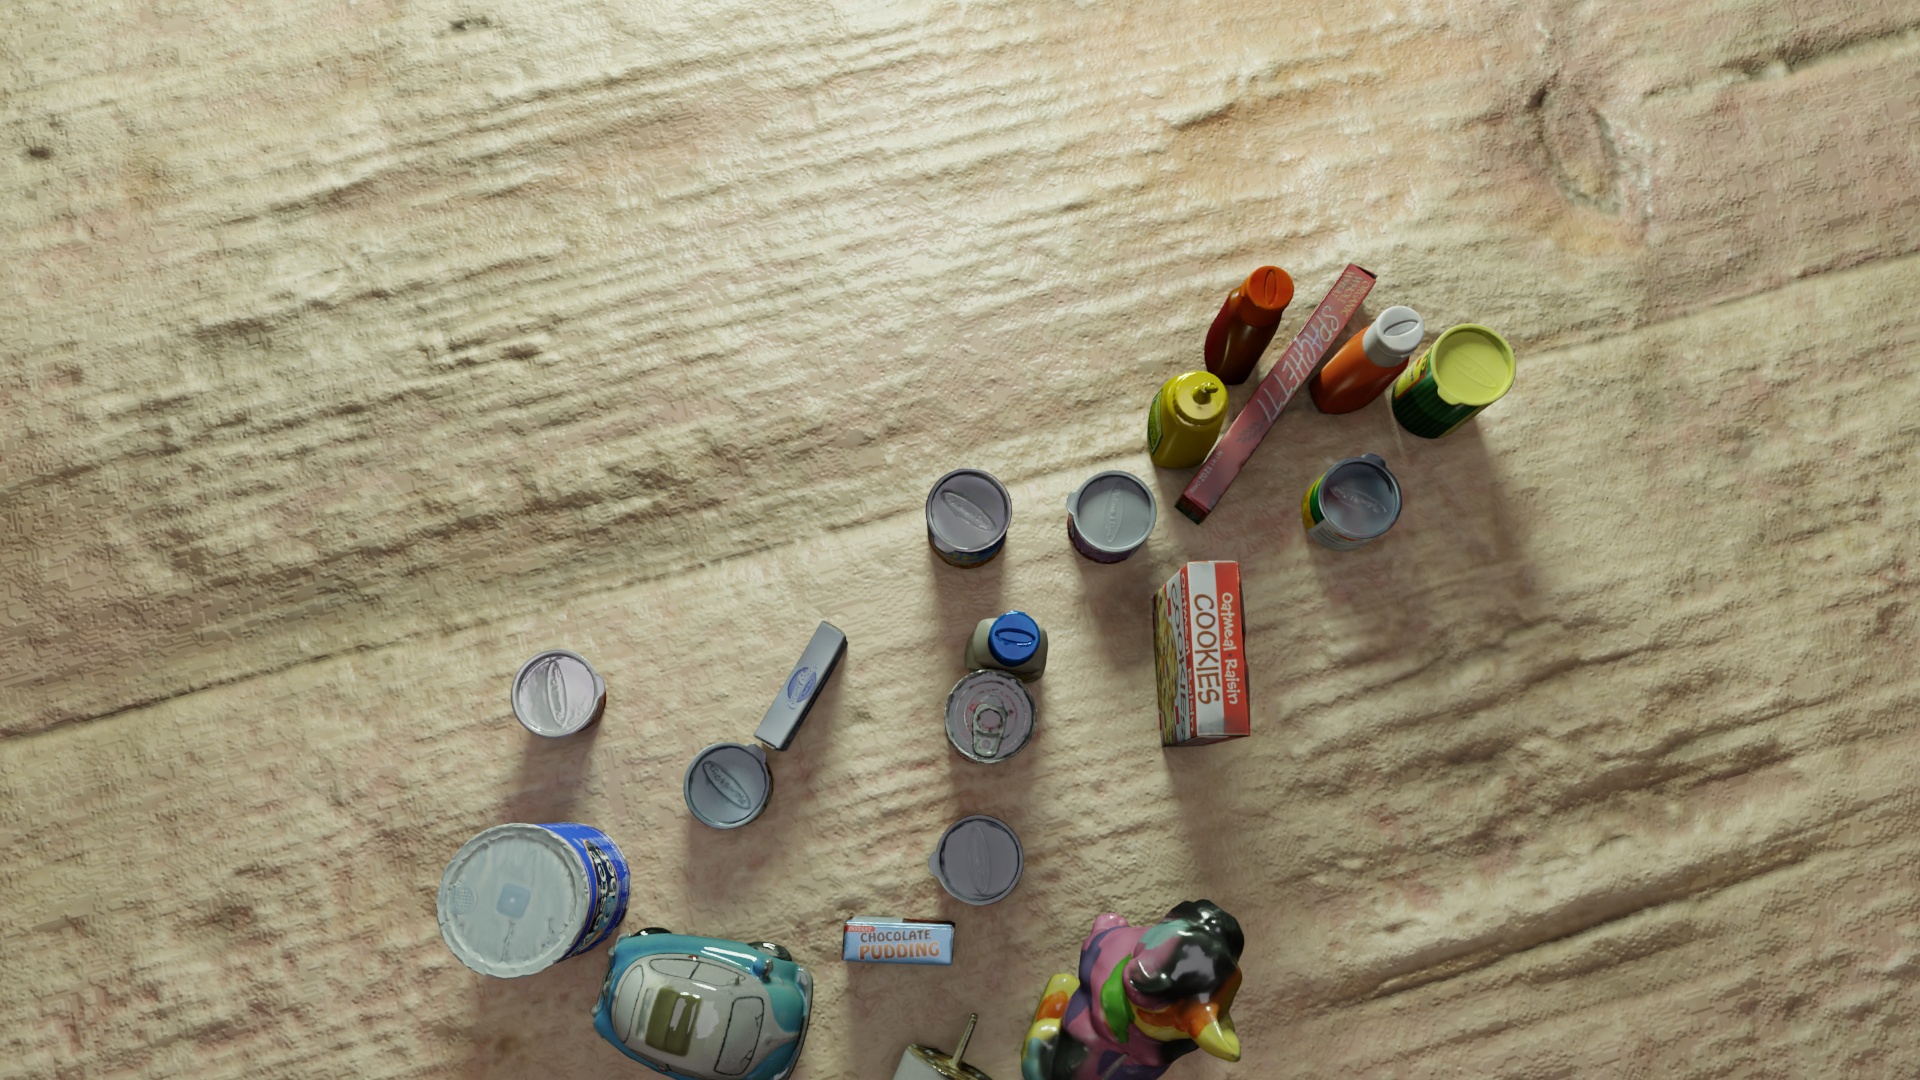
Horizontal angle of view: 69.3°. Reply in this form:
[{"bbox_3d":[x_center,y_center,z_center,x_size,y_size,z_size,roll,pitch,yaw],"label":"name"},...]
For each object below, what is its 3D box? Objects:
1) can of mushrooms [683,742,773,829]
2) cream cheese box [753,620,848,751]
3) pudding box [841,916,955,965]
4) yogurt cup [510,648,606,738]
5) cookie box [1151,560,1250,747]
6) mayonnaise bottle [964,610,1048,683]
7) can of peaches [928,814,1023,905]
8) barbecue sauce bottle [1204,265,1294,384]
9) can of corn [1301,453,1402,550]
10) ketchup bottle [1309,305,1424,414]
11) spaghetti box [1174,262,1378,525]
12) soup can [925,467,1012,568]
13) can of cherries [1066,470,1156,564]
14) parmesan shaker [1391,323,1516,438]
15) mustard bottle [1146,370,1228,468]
[{"bbox_3d":[-0.177,0.188,1.078,0.071,0.033,0.071,0,79,-1],"label":"can of mushrooms"},{"bbox_3d":[-0.123,0.115,1.084,0.024,0.053,0.104,29,80,5],"label":"cream cheese box"},{"bbox_3d":[-0.046,0.302,1.049,0.084,0.049,0.030,2,79,-1],"label":"pudding box"},{"bbox_3d":[-0.308,0.121,1.079,0.072,0.054,0.072,0,79,-1],"label":"yogurt cup"},{"bbox_3d":[0.178,0.089,1.036,0.040,0.167,0.123,-2,79,-1],"label":"cookie box"},{"bbox_3d":[0.037,0.081,1.045,0.065,0.148,0.041,8,79,1],"label":"mayonnaise bottle"},{"bbox_3d":[0.011,0.242,1.058,0.071,0.058,0.071,0,79,-1],"label":"can of peaches"},{"bbox_3d":[0.228,-0.173,1.101,0.044,0.148,0.065,7,79,0],"label":"barbecue sauce bottle"},{"bbox_3d":[0.315,-0.030,1.119,0.071,0.058,0.071,0,79,-1],"label":"can of corn"},{"bbox_3d":[0.325,-0.142,1.096,0.065,0.148,0.043,-20,80,-5],"label":"ketchup bottle"},{"bbox_3d":[0.259,-0.122,1.141,0.029,0.050,0.250,36,80,6],"label":"spaghetti box"},{"bbox_3d":[0.004,-0.014,1.097,0.071,0.083,0.071,0,79,-1],"label":"soup can"},{"bbox_3d":[0.118,-0.019,1.113,0.071,0.058,0.071,0,79,-1],"label":"can of cherries"},{"bbox_3d":[0.392,-0.124,1.117,0.071,0.103,0.071,0,79,-1],"label":"parmesan shaker"},{"bbox_3d":[0.178,-0.100,1.079,0.049,0.160,0.065,1,79,-1],"label":"mustard bottle"}]
